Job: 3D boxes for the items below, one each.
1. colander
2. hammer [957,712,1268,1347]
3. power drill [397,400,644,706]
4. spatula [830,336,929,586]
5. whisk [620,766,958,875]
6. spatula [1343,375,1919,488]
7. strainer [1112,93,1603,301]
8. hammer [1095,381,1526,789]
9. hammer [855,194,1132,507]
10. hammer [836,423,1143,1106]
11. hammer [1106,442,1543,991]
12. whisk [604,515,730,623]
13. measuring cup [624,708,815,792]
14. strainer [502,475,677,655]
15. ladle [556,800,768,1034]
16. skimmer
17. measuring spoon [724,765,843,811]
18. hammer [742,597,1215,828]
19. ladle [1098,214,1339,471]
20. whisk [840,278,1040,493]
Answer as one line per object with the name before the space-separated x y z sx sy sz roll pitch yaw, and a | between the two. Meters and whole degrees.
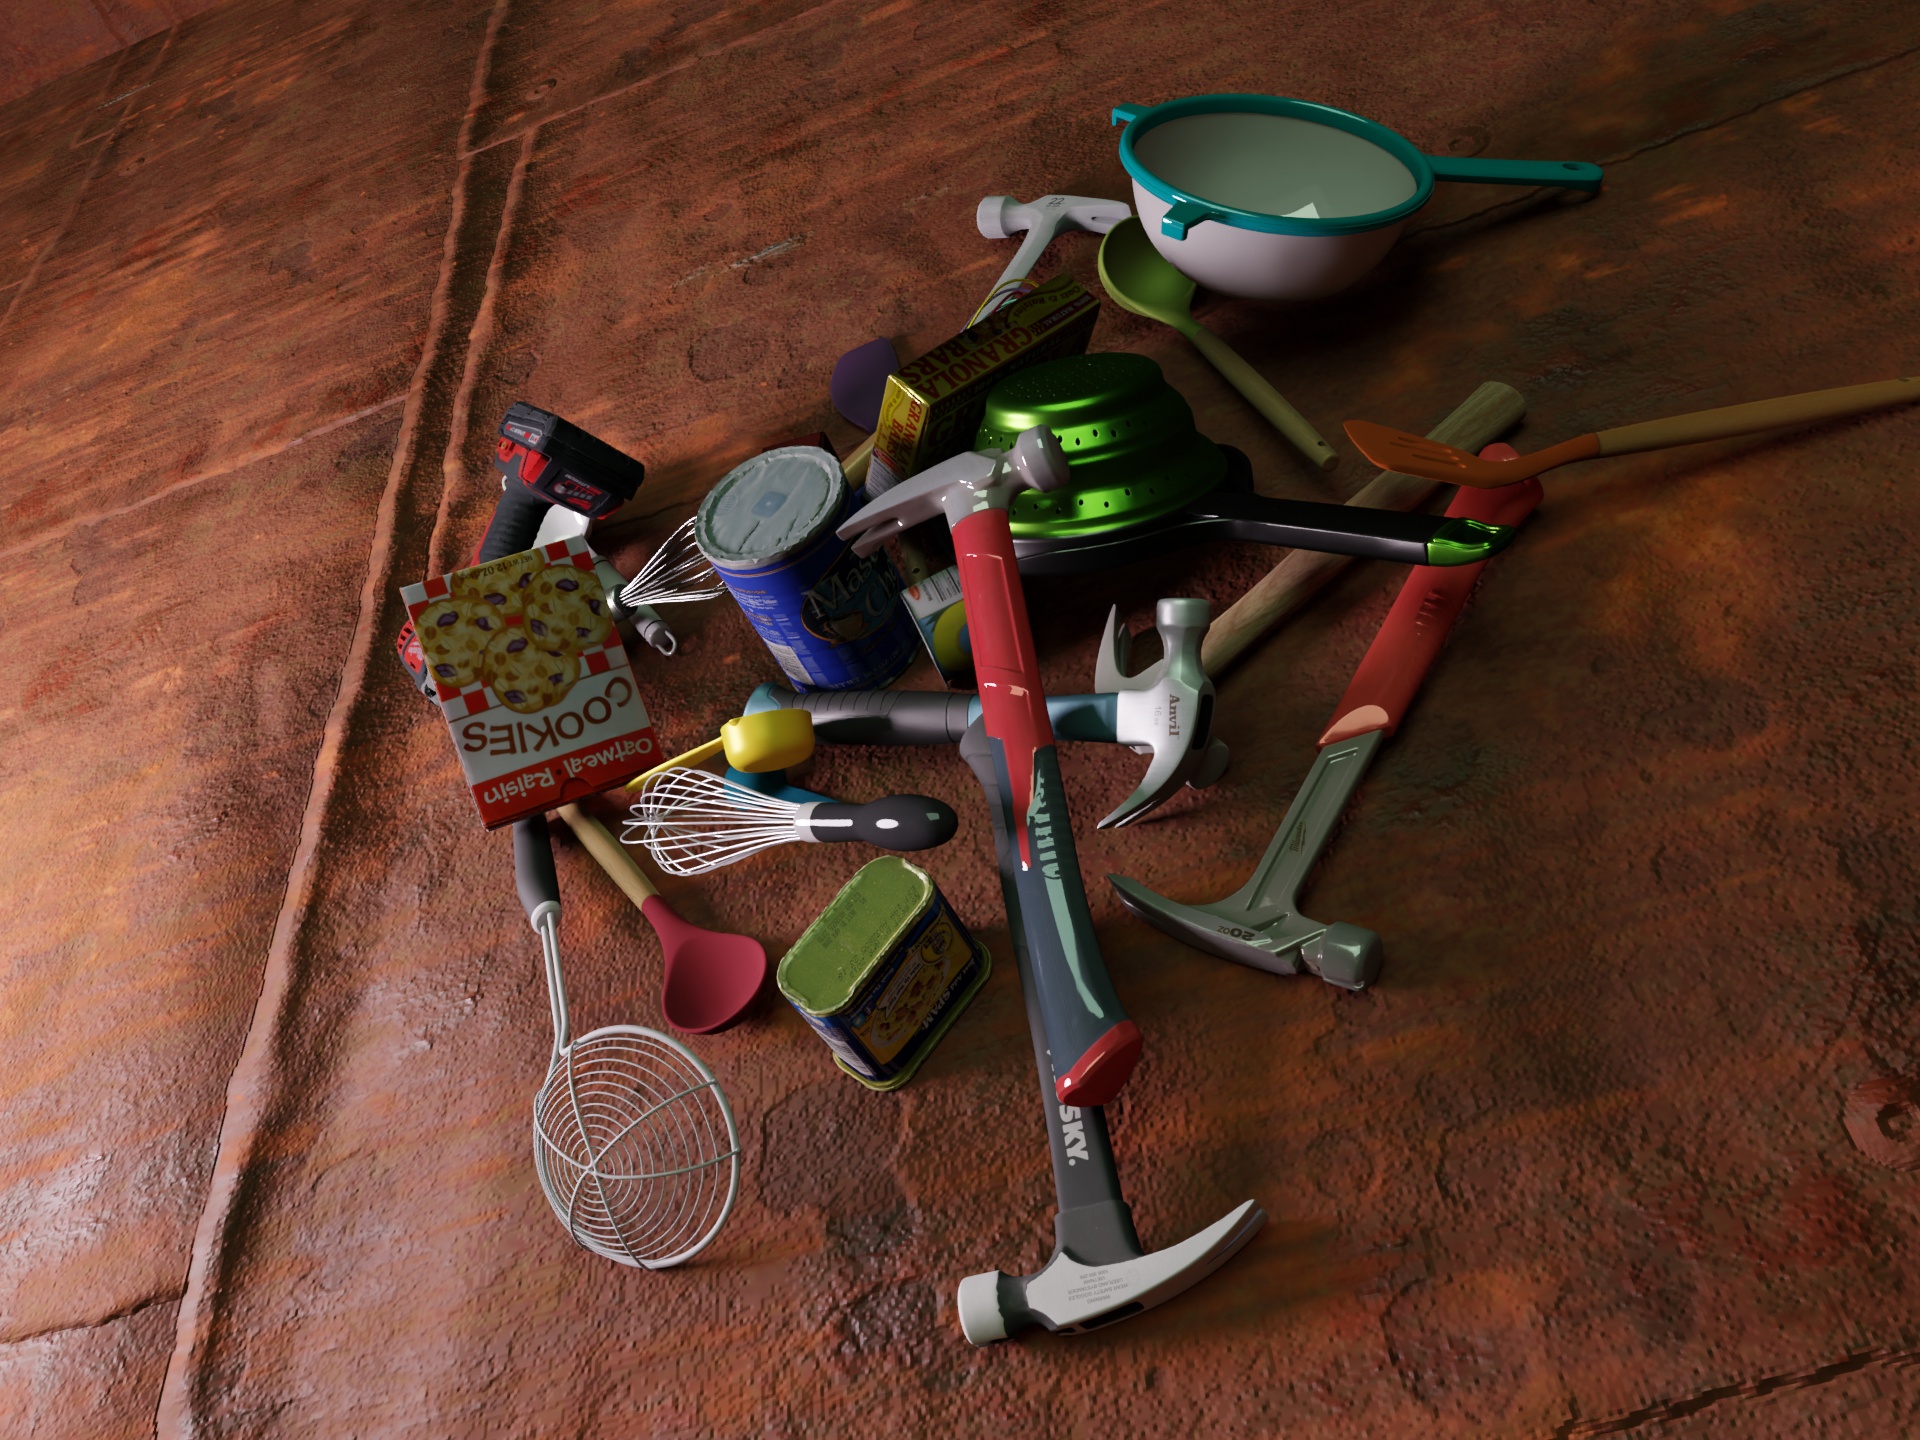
colander | 0.136 -0.158 0.947 0.397 0.094 0.204 14 37 43
hammer | 0.051 0.132 0.811 0.146 0.035 0.335 -17 56 12
power drill | -0.319 -0.105 1.146 0.188 0.080 0.227 29 91 53
spatula | -0.056 -0.196 1.191 0.060 0.018 0.316 -23 45 7
whisk | -0.101 0.057 0.904 0.285 0.070 0.070 -4 49 46
spatula | 0.384 -0.168 0.900 0.322 0.041 0.081 -10 28 4
strainer | 0.273 -0.349 1.106 0.340 0.095 0.211 -1 42 -8
hammer | 0.216 -0.099 0.966 0.331 0.031 0.130 -40 47 -11
hammer | 0.003 -0.273 1.198 0.144 0.035 0.406 9 53 30
hammer | 0.019 0.018 0.843 0.143 0.038 0.387 -22 56 20
hammer | 0.227 -0.020 0.889 0.149 0.036 0.359 16 61 35
whisk | -0.234 -0.088 1.130 0.246 0.057 0.059 -21 25 35
measuring cup | -0.156 0.030 1.004 0.156 0.062 0.029 -24 73 32
strainer | -0.280 -0.118 1.220 0.087 0.050 0.259 -53 52 8
ladle | -0.207 0.103 1.003 0.069 0.031 0.316 -38 44 -14
skimmer | -0.215 0.163 0.946 0.127 0.090 0.364 -55 32 14
measuring spoon | -0.104 0.047 1.002 0.129 0.021 0.042 19 62 38
hammer | -0.002 -0.003 0.958 0.331 0.033 0.128 0 89 35
ladle | 0.179 -0.263 1.092 0.078 0.062 0.321 -12 40 -14
whisk | -0.022 -0.227 1.113 0.051 0.047 0.245 34 69 29
